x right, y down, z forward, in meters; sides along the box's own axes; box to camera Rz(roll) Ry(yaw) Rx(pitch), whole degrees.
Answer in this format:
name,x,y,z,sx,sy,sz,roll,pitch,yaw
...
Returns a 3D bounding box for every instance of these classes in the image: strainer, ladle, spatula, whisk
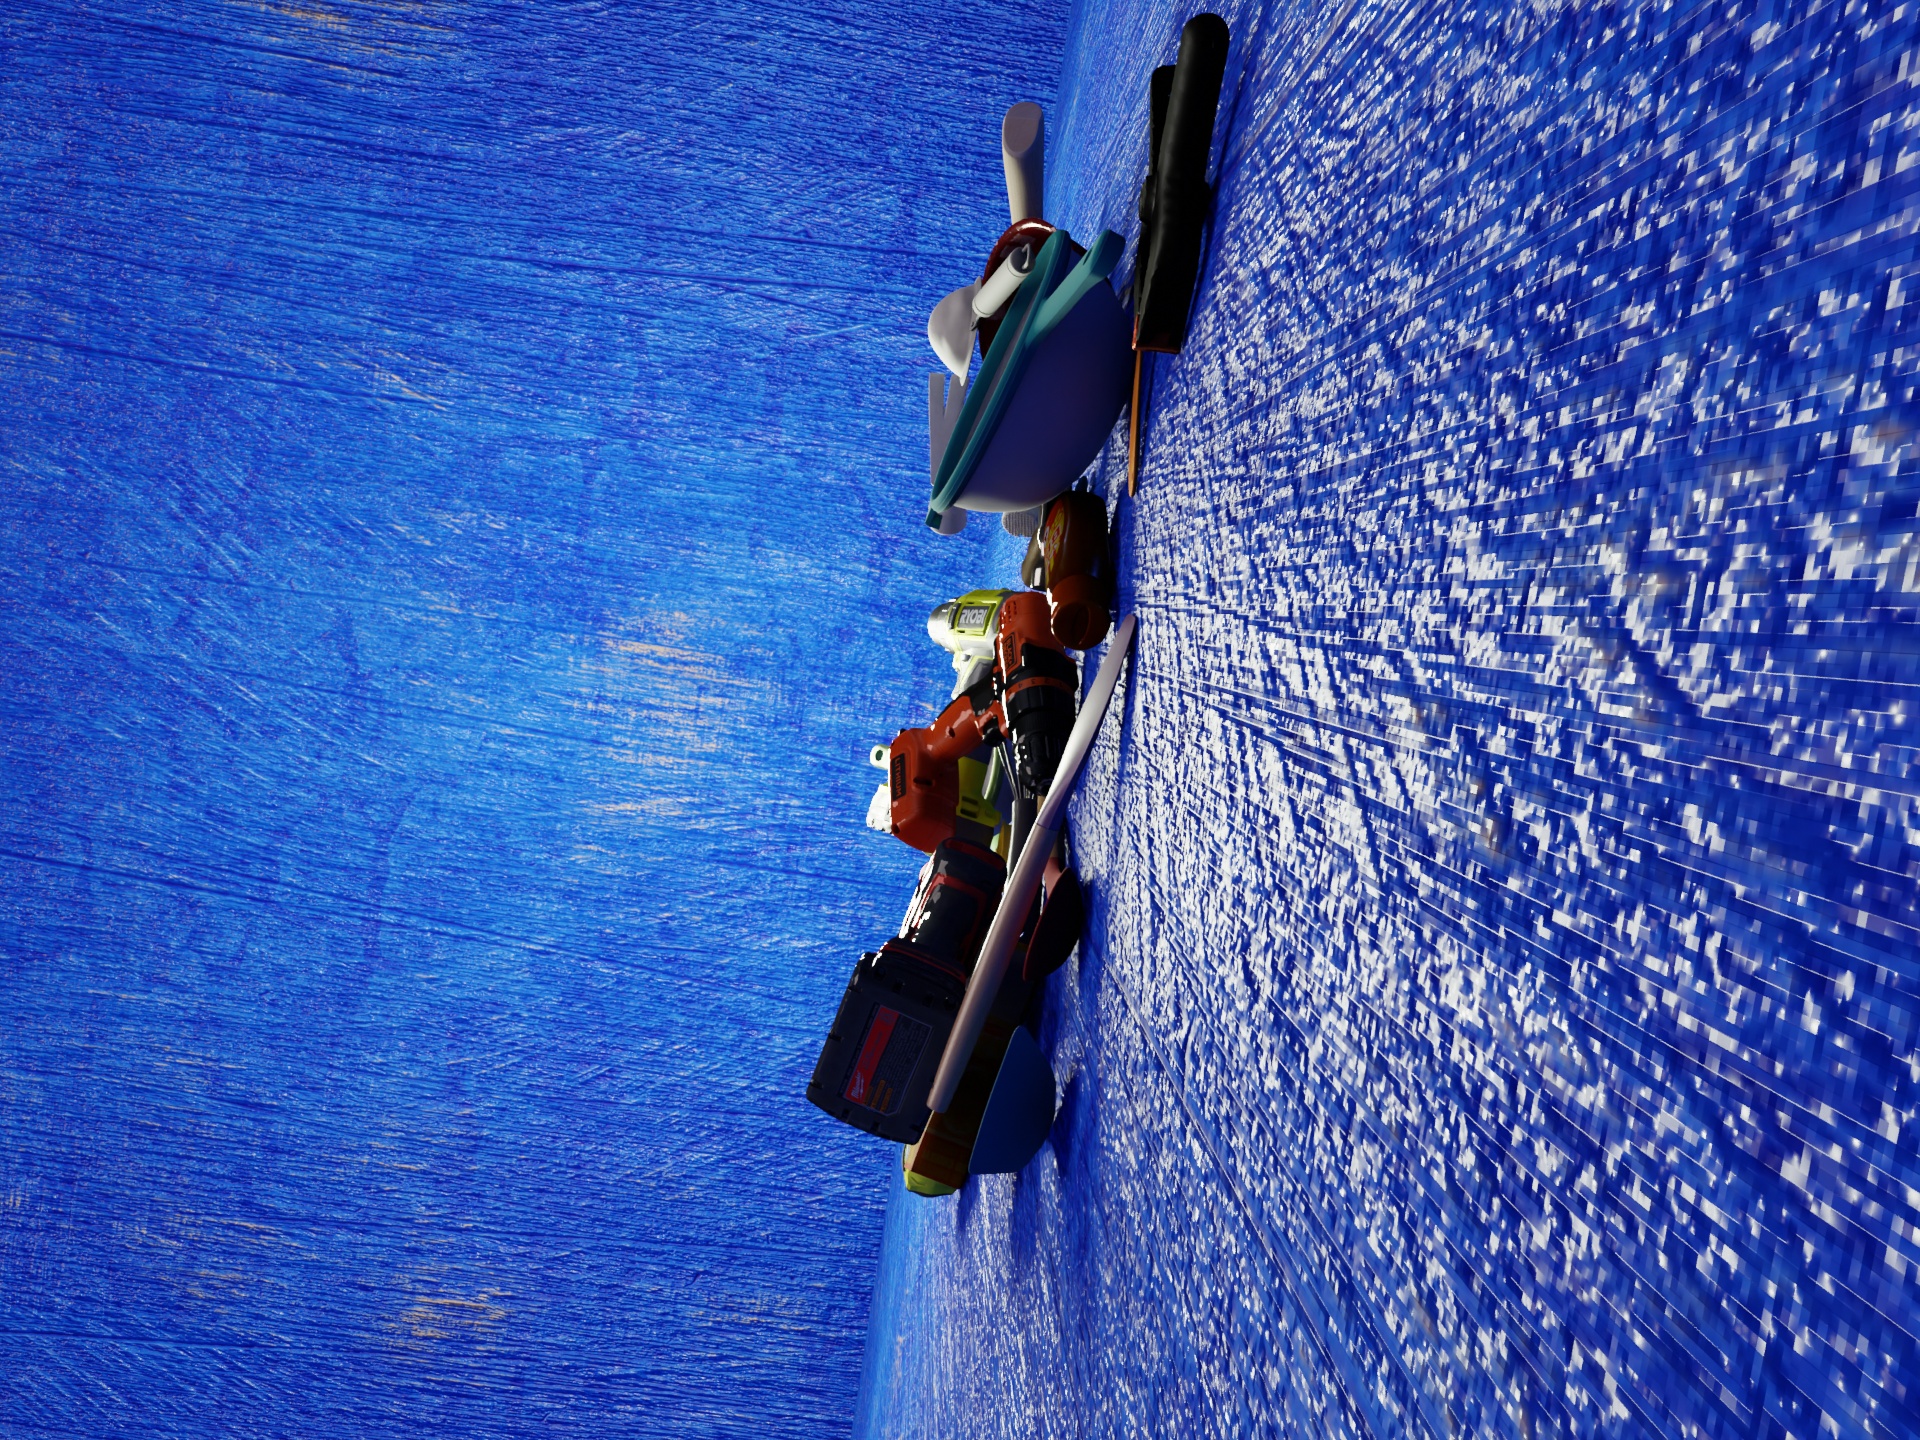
name,x,y,z,sx,sy,sz,roll,pitch,yaw
strainer,0.015,-0.314,1.200,0.258,0.050,0.087,170,107,-76
ladle,0.059,0.088,1.046,0.315,0.031,0.069,-82,9,-74
spatula,0.042,0.086,0.928,0.060,0.018,0.316,-97,28,-81
spatula,0.028,0.248,0.996,0.317,0.044,0.082,101,-171,-74
strainer,0.077,-0.233,1.052,0.211,0.095,0.340,-68,10,-10
whisk,0.047,0.066,1.210,0.055,0.055,0.239,102,172,-58
strainer,-0.006,0.053,1.490,0.256,0.069,0.151,12,85,62

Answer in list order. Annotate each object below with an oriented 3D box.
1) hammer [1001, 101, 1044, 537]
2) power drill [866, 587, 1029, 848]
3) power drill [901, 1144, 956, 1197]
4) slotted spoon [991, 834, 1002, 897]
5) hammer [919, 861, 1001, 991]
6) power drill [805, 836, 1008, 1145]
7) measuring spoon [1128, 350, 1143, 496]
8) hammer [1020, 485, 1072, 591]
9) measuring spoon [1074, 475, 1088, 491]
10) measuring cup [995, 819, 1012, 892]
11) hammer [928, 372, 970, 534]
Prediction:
name,x,y,z,sx,sy,sz,roll,pitch,yaw
hammer,0.065,-0.360,1.424,0.410,0.038,0.146,85,-163,-50
power drill,-0.002,-0.004,1.367,0.191,0.080,0.228,9,81,65
power drill,-0.020,0.335,1.520,0.171,0.080,0.223,102,173,-59
slotted spoon,0.028,0.190,1.457,0.070,0.031,0.314,113,164,-67
hammer,-0.003,0.172,1.412,0.386,0.038,0.143,-122,31,-78
power drill,-0.035,0.199,1.098,0.227,0.080,0.188,-59,-9,-70
measuring spoon,0.114,-0.196,0.995,0.021,0.011,0.117,112,163,-81
hammer,0.074,-0.159,1.402,0.331,0.031,0.130,97,177,-87
measuring spoon,0.098,-0.168,1.241,0.129,0.021,0.042,-66,-25,-63
measuring cup,0.043,0.120,1.357,0.156,0.029,0.062,96,-178,-83
hammer,0.038,-0.345,1.484,0.406,0.035,0.144,-68,-17,-45
